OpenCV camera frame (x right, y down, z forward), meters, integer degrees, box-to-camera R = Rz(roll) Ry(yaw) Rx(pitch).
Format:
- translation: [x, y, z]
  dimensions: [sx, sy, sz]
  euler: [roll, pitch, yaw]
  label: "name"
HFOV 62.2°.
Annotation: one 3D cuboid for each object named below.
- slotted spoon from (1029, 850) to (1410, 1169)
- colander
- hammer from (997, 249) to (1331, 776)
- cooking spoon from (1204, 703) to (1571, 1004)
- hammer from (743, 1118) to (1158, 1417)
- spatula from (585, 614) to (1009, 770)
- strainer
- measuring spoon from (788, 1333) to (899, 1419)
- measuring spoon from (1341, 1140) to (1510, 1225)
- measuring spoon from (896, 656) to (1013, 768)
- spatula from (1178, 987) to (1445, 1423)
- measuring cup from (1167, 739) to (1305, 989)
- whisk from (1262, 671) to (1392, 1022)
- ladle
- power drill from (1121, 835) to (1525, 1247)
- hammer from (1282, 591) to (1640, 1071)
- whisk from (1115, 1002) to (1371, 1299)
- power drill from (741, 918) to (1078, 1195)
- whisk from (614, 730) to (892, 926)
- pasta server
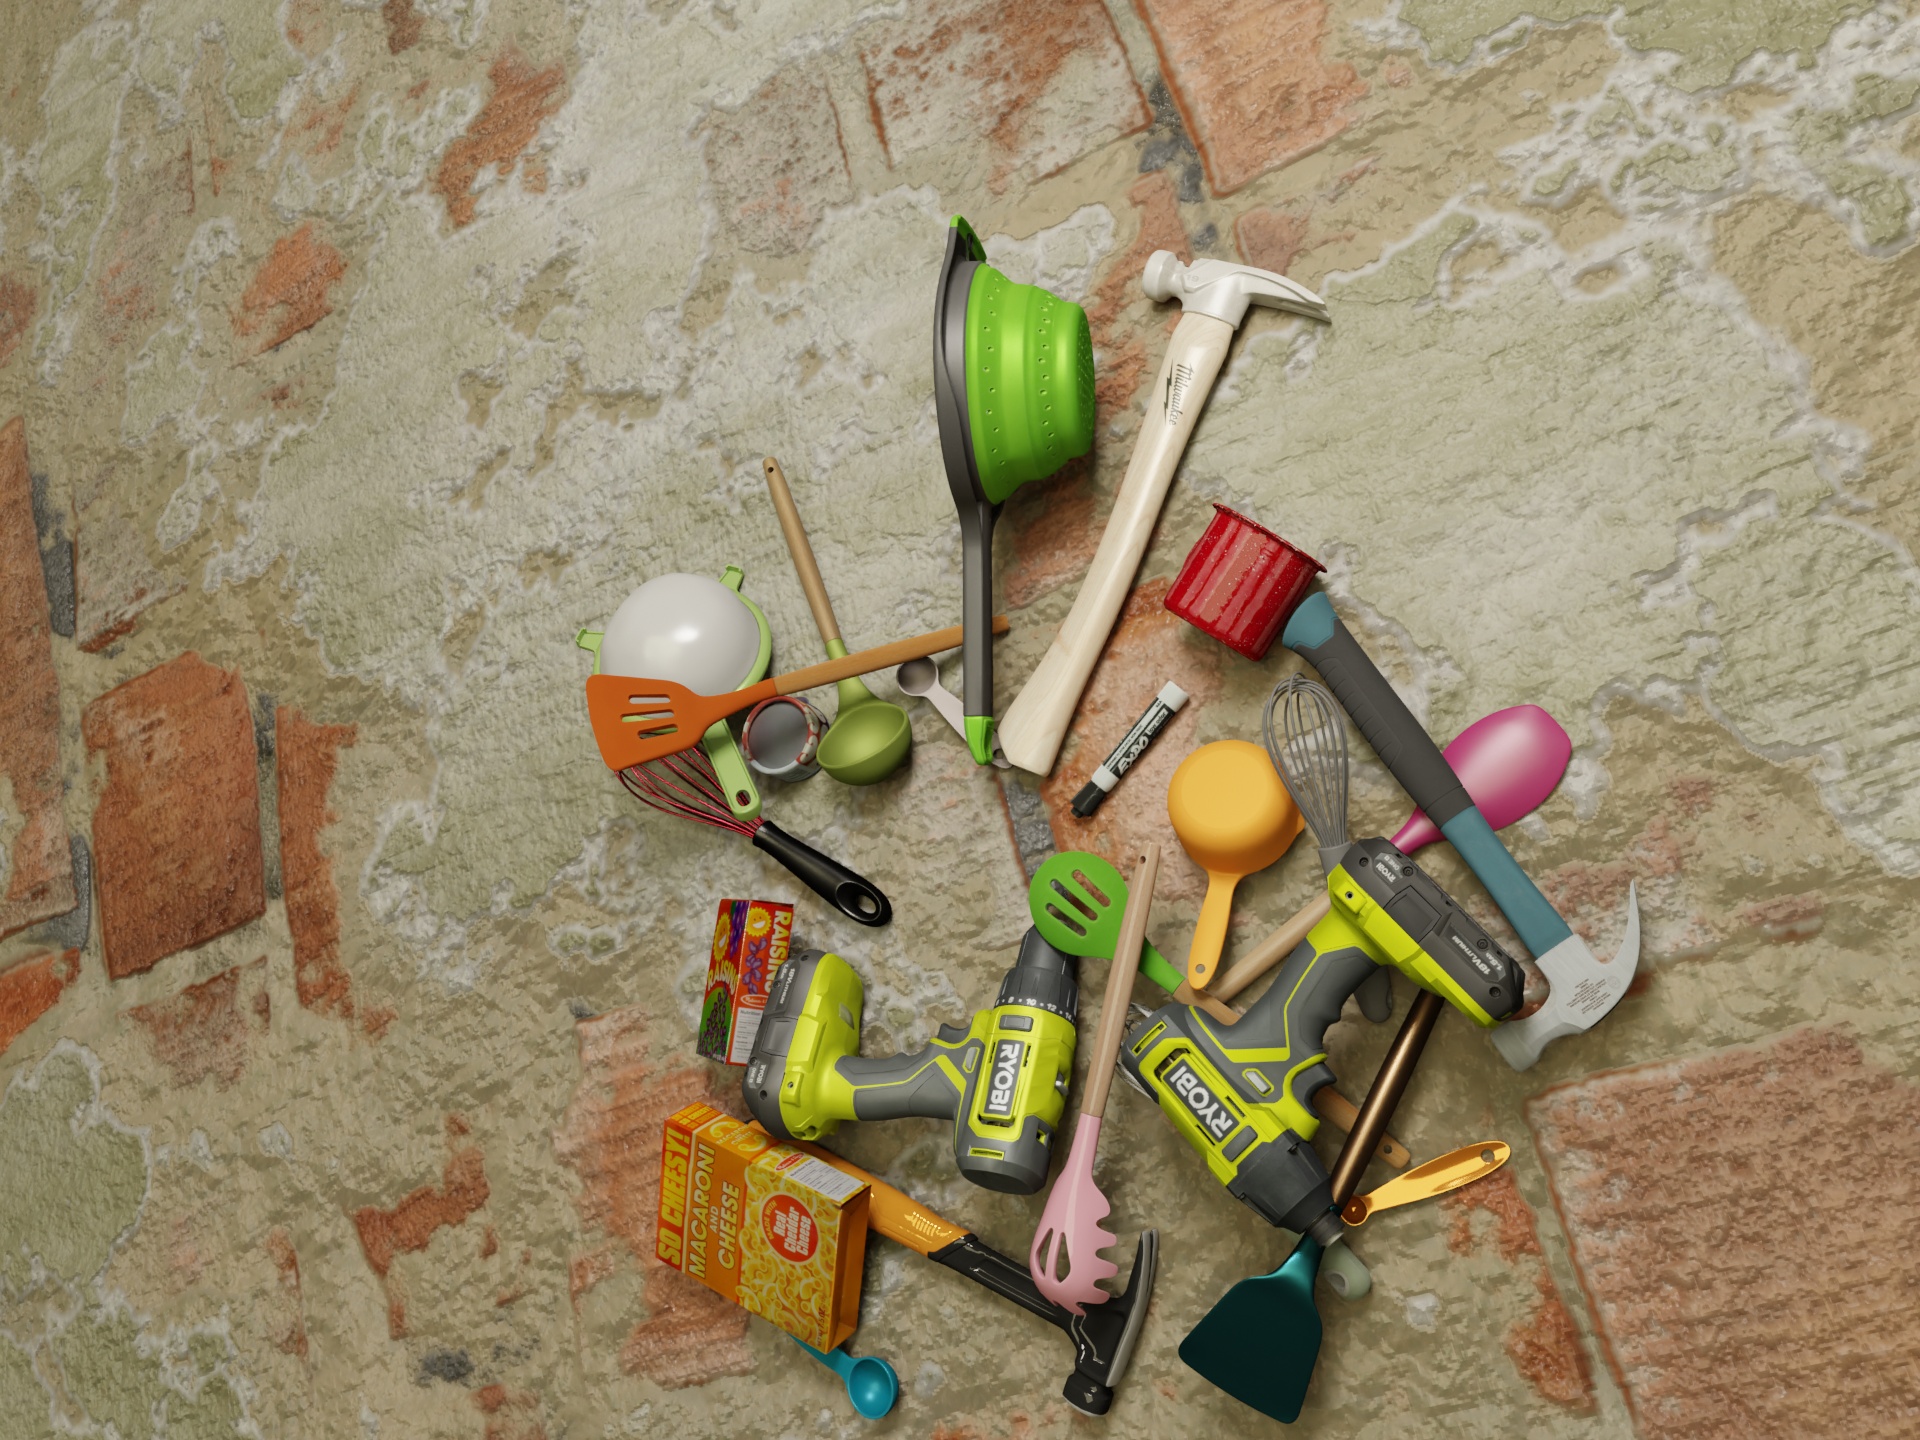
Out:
- translation: [0.170, 0.195, 1.076]
  dimensions: [0.314, 0.031, 0.070]
  euler: [37, 91, 19]
  label: "slotted spoon"
- translation: [0.048, -0.166, 1.165]
  dimensions: [0.094, 0.204, 0.397]
  euler: [-1, 89, 13]
  label: "colander"
- translation: [0.137, -0.149, 1.189]
  dimensions: [0.146, 0.038, 0.410]
  euler: [21, 88, 26]
  label: "hammer"
- translation: [0.274, 0.104, 1.074]
  dimensions: [0.319, 0.017, 0.069]
  euler: [-42, 67, 11]
  label: "cooking spoon"
- translation: [-0.023, 0.359, 1.141]
  dimensions: [0.337, 0.034, 0.127]
  euler: [19, 87, 27]
  label: "hammer"
- translation: [-0.118, -0.035, 1.206]
  dimensions: [0.322, 0.041, 0.081]
  euler: [-16, 69, -6]
  label: "spatula"
- translation: [-0.212, -0.031, 1.253]
  dimensions: [0.151, 0.069, 0.257]
  euler: [-24, 53, -7]
  label: "strainer"
- translation: [-0.090, 0.460, 1.162]
  dimensions: [0.129, 0.021, 0.042]
  euler: [26, 99, 36]
  label: "measuring spoon"
- translation: [0.298, 0.297, 1.024]
  dimensions: [0.117, 0.011, 0.021]
  euler: [-27, 72, 13]
  label: "measuring spoon"
- translation: [-0.002, -0.004, 1.232]
  dimensions: [0.034, 0.018, 0.124]
  euler: [-45, 70, -2]
  label: "measuring spoon"
- translation: [0.246, 0.285, 1.016]
  dimensions: [0.082, 0.044, 0.317]
  euler: [27, 77, 16]
  label: "spatula"
- translation: [0.175, 0.094, 1.079]
  dimensions: [0.095, 0.052, 0.174]
  euler: [6, 64, 24]
  label: "measuring cup"
- translation: [0.247, 0.084, 1.047]
  dimensions: [0.055, 0.055, 0.239]
  euler: [-15, 91, 21]
  label: "whisk"
- translation: [-0.114, -0.089, 1.280]
  dimensions: [0.078, 0.062, 0.320]
  euler: [-24, 66, 6]
  label: "ladle"
- translation: [0.231, 0.197, 0.983]
  dimensions: [0.223, 0.080, 0.171]
  euler: [-47, 65, 9]
  label: "power drill"
- translation: [0.315, 0.053, 1.039]
  dimensions: [0.128, 0.033, 0.331]
  euler: [-37, 67, 13]
  label: "hammer"
- translation: [0.182, 0.283, 1.062]
  dimensions: [0.246, 0.059, 0.057]
  euler: [47, 137, 22]
  label: "whisk"
- translation: [-0.026, 0.228, 1.139]
  dimensions: [0.228, 0.080, 0.191]
  euler: [0, 58, 25]
  label: "power drill"
- translation: [-0.172, 0.079, 1.267]
  dimensions: [0.296, 0.073, 0.073]
  euler: [32, 92, 21]
  label: "whisk"
- translation: [0.098, 0.237, 1.065]
  dimensions: [0.060, 0.040, 0.316]
  euler: [8, 82, 36]
  label: "pasta server"
